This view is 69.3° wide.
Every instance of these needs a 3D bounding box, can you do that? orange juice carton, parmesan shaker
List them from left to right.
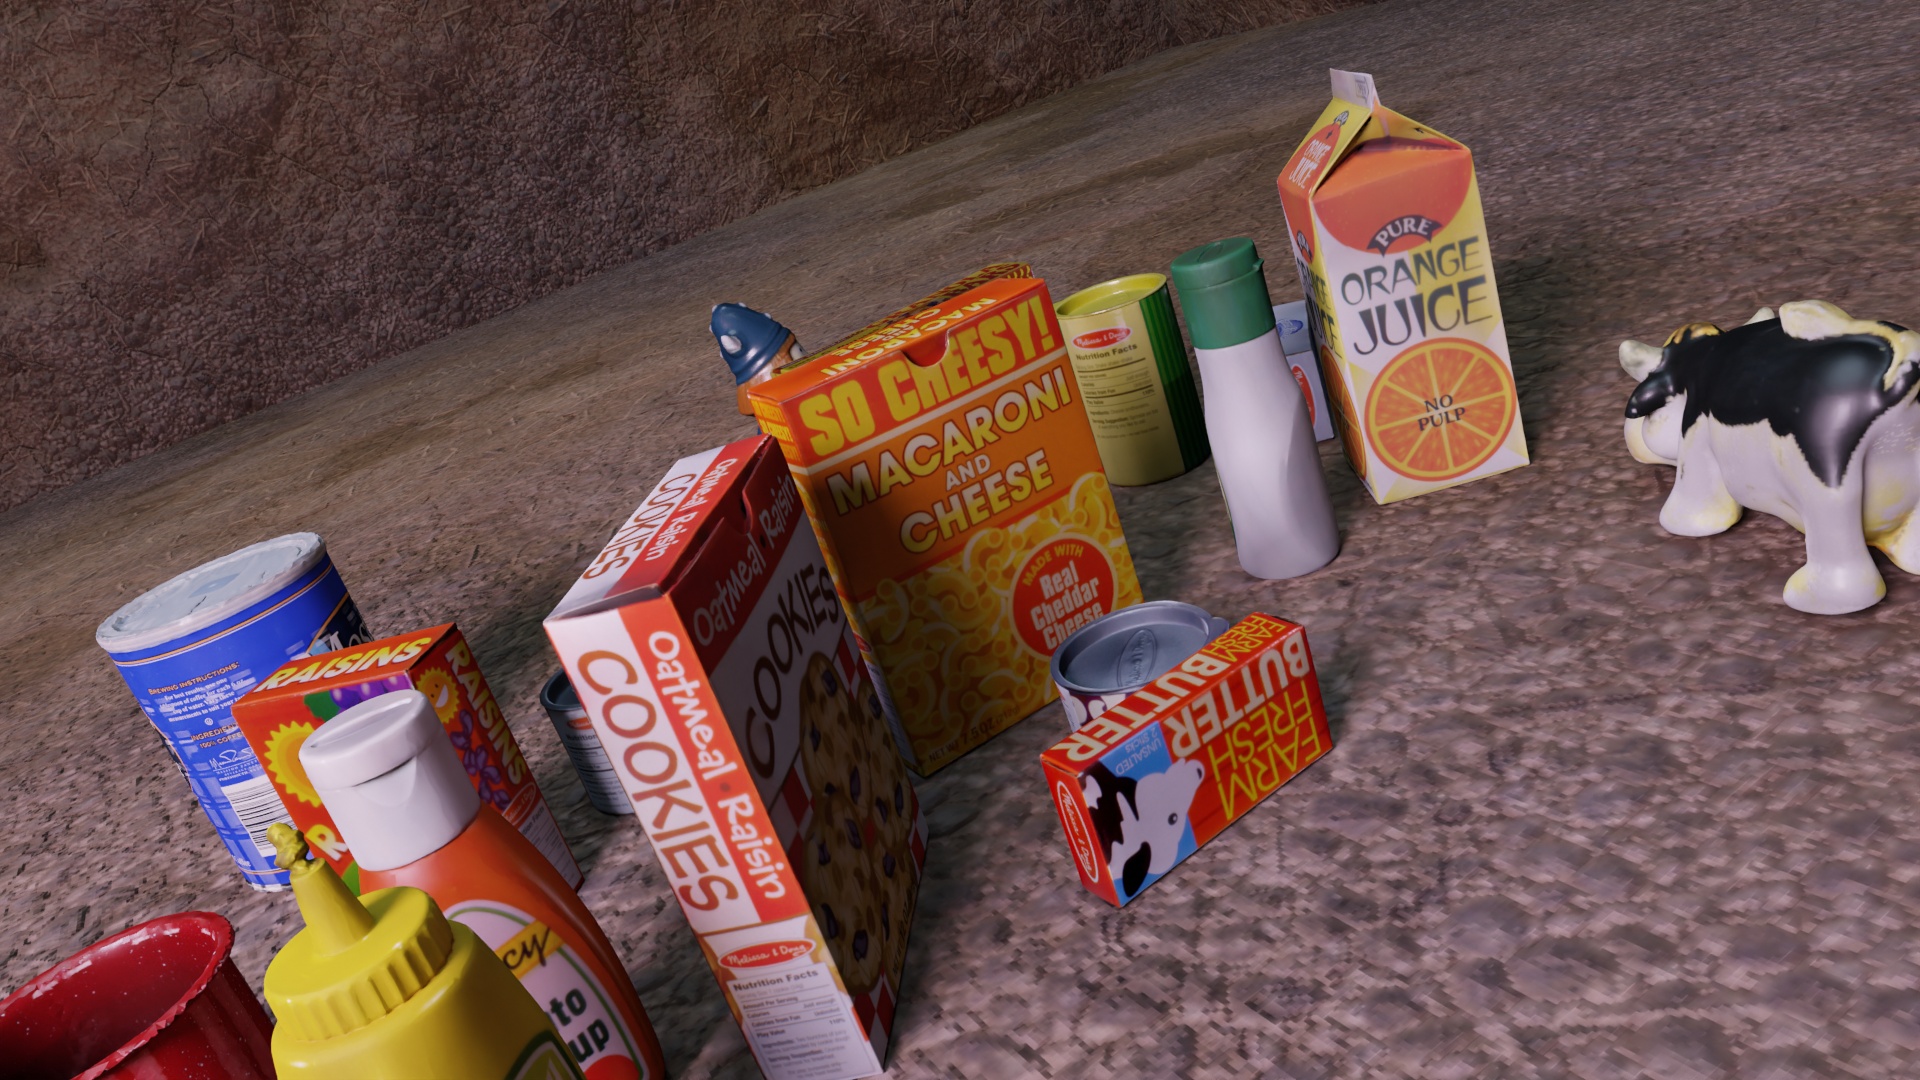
[{"bbox_3d":[0.095,-0.090,0.781,0.071,0.102,0.071,-17,21,7],"label":"parmesan shaker"},{"bbox_3d":[0.200,-0.122,0.643,0.073,0.192,0.072,-17,20,8],"label":"orange juice carton"}]

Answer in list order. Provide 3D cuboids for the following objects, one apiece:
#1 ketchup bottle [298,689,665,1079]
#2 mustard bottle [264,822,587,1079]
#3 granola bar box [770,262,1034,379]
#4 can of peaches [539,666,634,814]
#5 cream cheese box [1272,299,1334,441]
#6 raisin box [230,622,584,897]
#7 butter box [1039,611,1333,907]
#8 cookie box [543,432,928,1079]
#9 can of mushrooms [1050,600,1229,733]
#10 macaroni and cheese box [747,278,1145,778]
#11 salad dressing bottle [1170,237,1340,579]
[{"bbox_3d":[-0.143,0.115,0.410,0.065,0.148,0.043,-27,22,-21],"label":"ketchup bottle"},{"bbox_3d":[-0.124,0.134,0.330,0.049,0.159,0.065,-14,21,15],"label":"mustard bottle"},{"bbox_3d":[-0.014,-0.074,0.805,0.166,0.123,0.039,-31,23,-28],"label":"granola bar box"},{"bbox_3d":[-0.146,0.080,0.628,0.071,0.058,0.071,-17,21,7],"label":"can of peaches"},{"bbox_3d":[0.191,-0.096,0.783,0.024,0.053,0.104,-13,22,17],"label":"cream cheese box"},{"bbox_3d":[-0.214,0.100,0.545,0.086,0.123,0.040,-12,22,19],"label":"raisin box"},{"bbox_3d":[0.078,0.071,0.465,0.104,0.053,0.024,-29,23,-25],"label":"butter box"},{"bbox_3d":[-0.059,0.064,0.439,0.040,0.167,0.123,-15,21,12],"label":"cookie box"},{"bbox_3d":[0.073,0.054,0.539,0.071,0.033,0.071,-17,21,7],"label":"can of mushrooms"},{"bbox_3d":[0.002,-0.007,0.565,0.124,0.166,0.040,-28,22,-22],"label":"macaroni and cheese box"},{"bbox_3d":[0.128,-0.057,0.606,0.044,0.147,0.064,-8,23,29],"label":"salad dressing bottle"}]
